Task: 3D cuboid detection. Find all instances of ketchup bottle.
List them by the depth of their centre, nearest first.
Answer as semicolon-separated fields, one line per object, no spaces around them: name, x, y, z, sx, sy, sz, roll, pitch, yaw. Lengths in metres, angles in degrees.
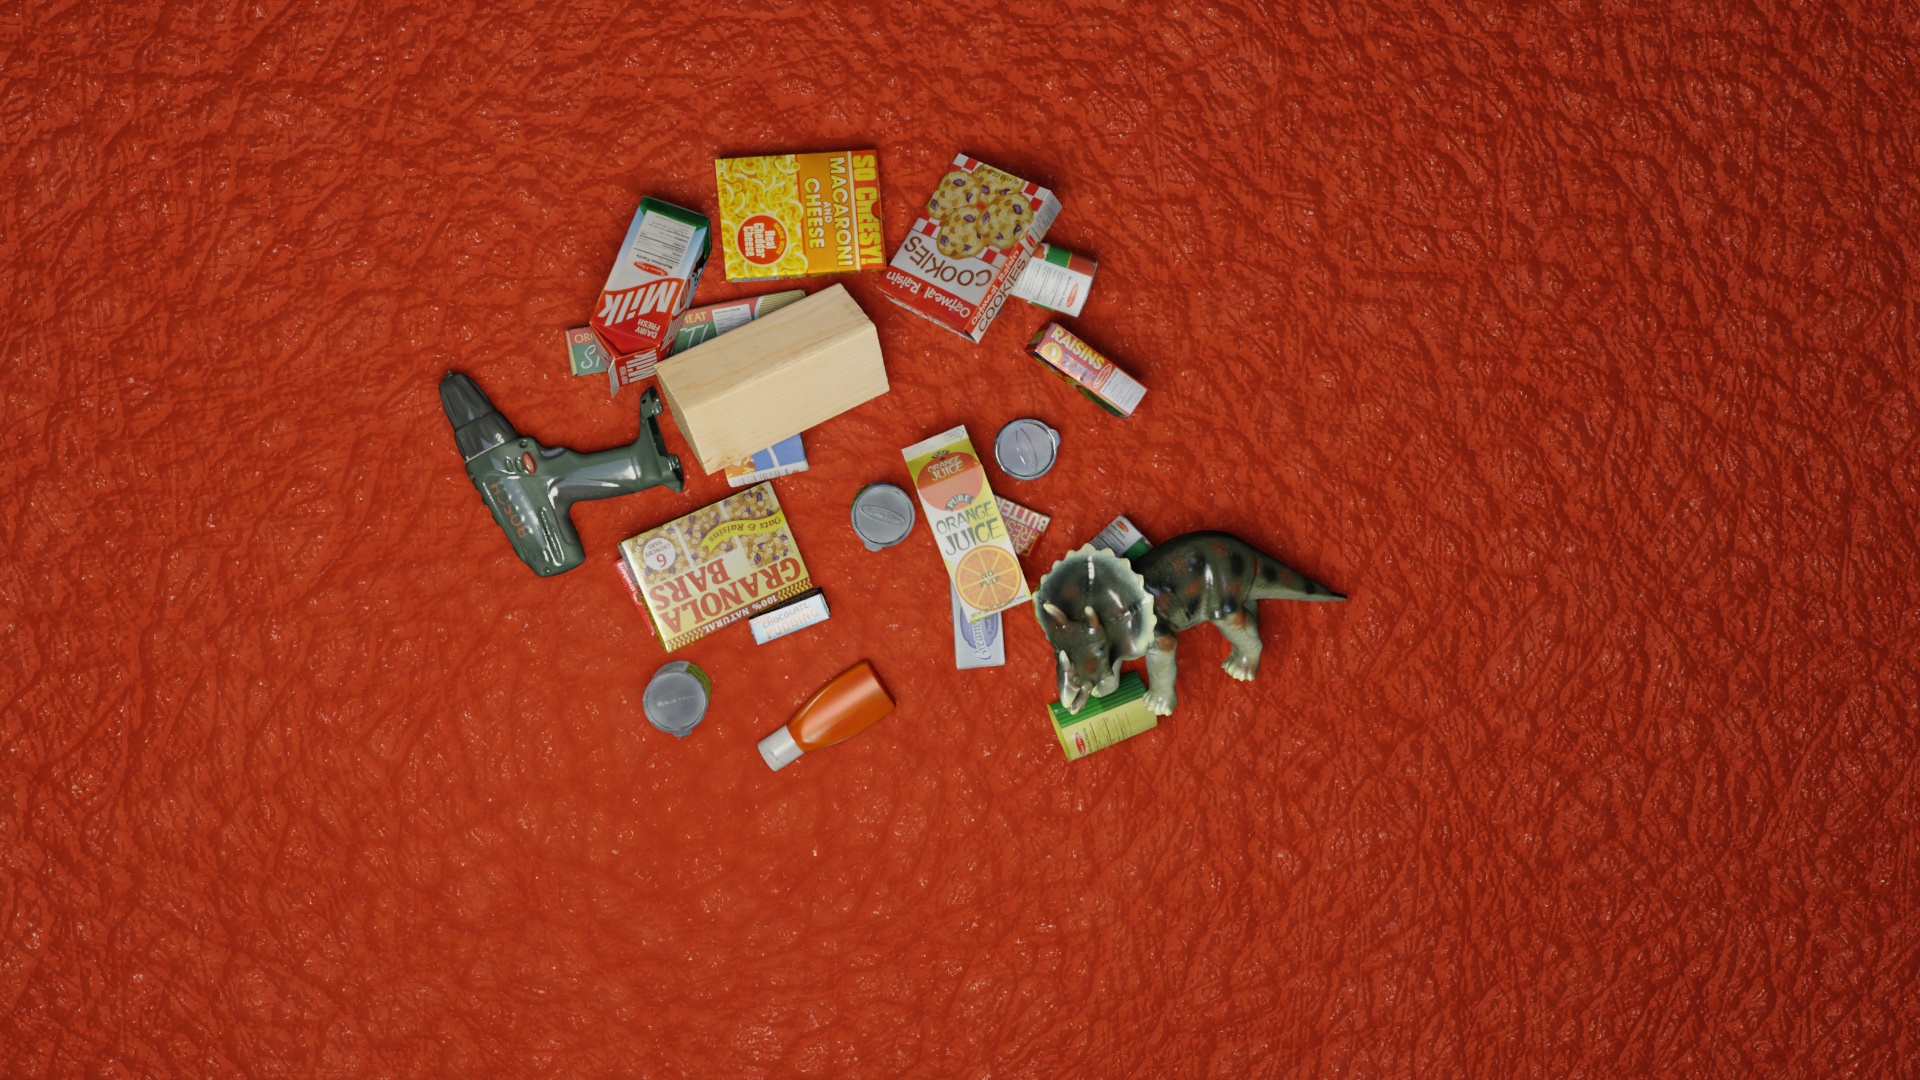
ketchup bottle;-0.145;0.192;1.487;0.149;0.043;0.064;-33;97;-2

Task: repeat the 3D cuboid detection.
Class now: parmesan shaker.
parmesan shaker;0.155;0.192;1.508;0.103;0.071;0.071;-21;97;-4

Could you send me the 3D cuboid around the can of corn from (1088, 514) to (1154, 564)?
can of corn;0.174;0.017;1.493;0.058;0.071;0.071;-42;98;0

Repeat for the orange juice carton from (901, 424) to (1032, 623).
orange juice carton;0.005;-0.018;1.443;0.072;0.073;0.192;-21;97;-2

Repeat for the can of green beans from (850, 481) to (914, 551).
can of green beans;-0.083;-0.028;1.466;0.071;0.058;0.071;-1;95;-6

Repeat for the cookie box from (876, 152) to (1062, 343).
cookie box;0.007;-0.300;1.422;0.123;0.040;0.167;30;87;29

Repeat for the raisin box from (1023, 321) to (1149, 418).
raisin box;0.131;-0.180;1.460;0.123;0.086;0.040;34;93;-8

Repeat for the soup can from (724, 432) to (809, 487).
soup can;-0.206;-0.099;1.443;0.084;0.071;0.071;-13;97;-4

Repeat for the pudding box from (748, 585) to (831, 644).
pudding box;-0.180;0.079;1.470;0.084;0.050;0.030;-20;99;-3

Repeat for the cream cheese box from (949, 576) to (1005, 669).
cream cheese box;0.018;0.085;1.503;0.053;0.024;0.103;-4;96;-5

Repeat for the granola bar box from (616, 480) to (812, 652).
granola bar box;-0.253;0.026;1.439;0.166;0.039;0.124;-25;97;-22

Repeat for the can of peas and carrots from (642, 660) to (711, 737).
can of peas and carrots;-0.296;0.166;1.462;0.071;0.059;0.071;-1;96;-6

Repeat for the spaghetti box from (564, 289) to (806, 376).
spaghetti box;-0.281;-0.216;1.443;0.250;0.029;0.050;-11;96;-5

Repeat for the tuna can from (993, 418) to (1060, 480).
tuna can;0.071;-0.099;1.488;0.071;0.033;0.071;-1;96;-6

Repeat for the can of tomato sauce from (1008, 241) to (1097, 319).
can of tomato sauce;0.094;-0.277;1.456;0.083;0.071;0.071;18;94;-3

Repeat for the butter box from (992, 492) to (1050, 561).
butter box;0.041;-0.021;1.496;0.103;0.024;0.053;24;94;-7

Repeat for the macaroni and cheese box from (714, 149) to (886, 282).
macaroni and cheese box;-0.164;-0.335;1.439;0.167;0.040;0.123;-5;97;-5

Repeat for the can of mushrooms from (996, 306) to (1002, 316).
can of mushrooms;0.012;-0.255;1.467;0.071;0.033;0.071;0;95;-6

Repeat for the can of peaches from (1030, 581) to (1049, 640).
can of peaches;0.111;0.073;1.495;0.071;0.058;0.071;-1;96;-6

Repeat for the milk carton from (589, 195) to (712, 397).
milk carton;-0.314;-0.237;1.384;0.073;0.072;0.191;18;71;-4
